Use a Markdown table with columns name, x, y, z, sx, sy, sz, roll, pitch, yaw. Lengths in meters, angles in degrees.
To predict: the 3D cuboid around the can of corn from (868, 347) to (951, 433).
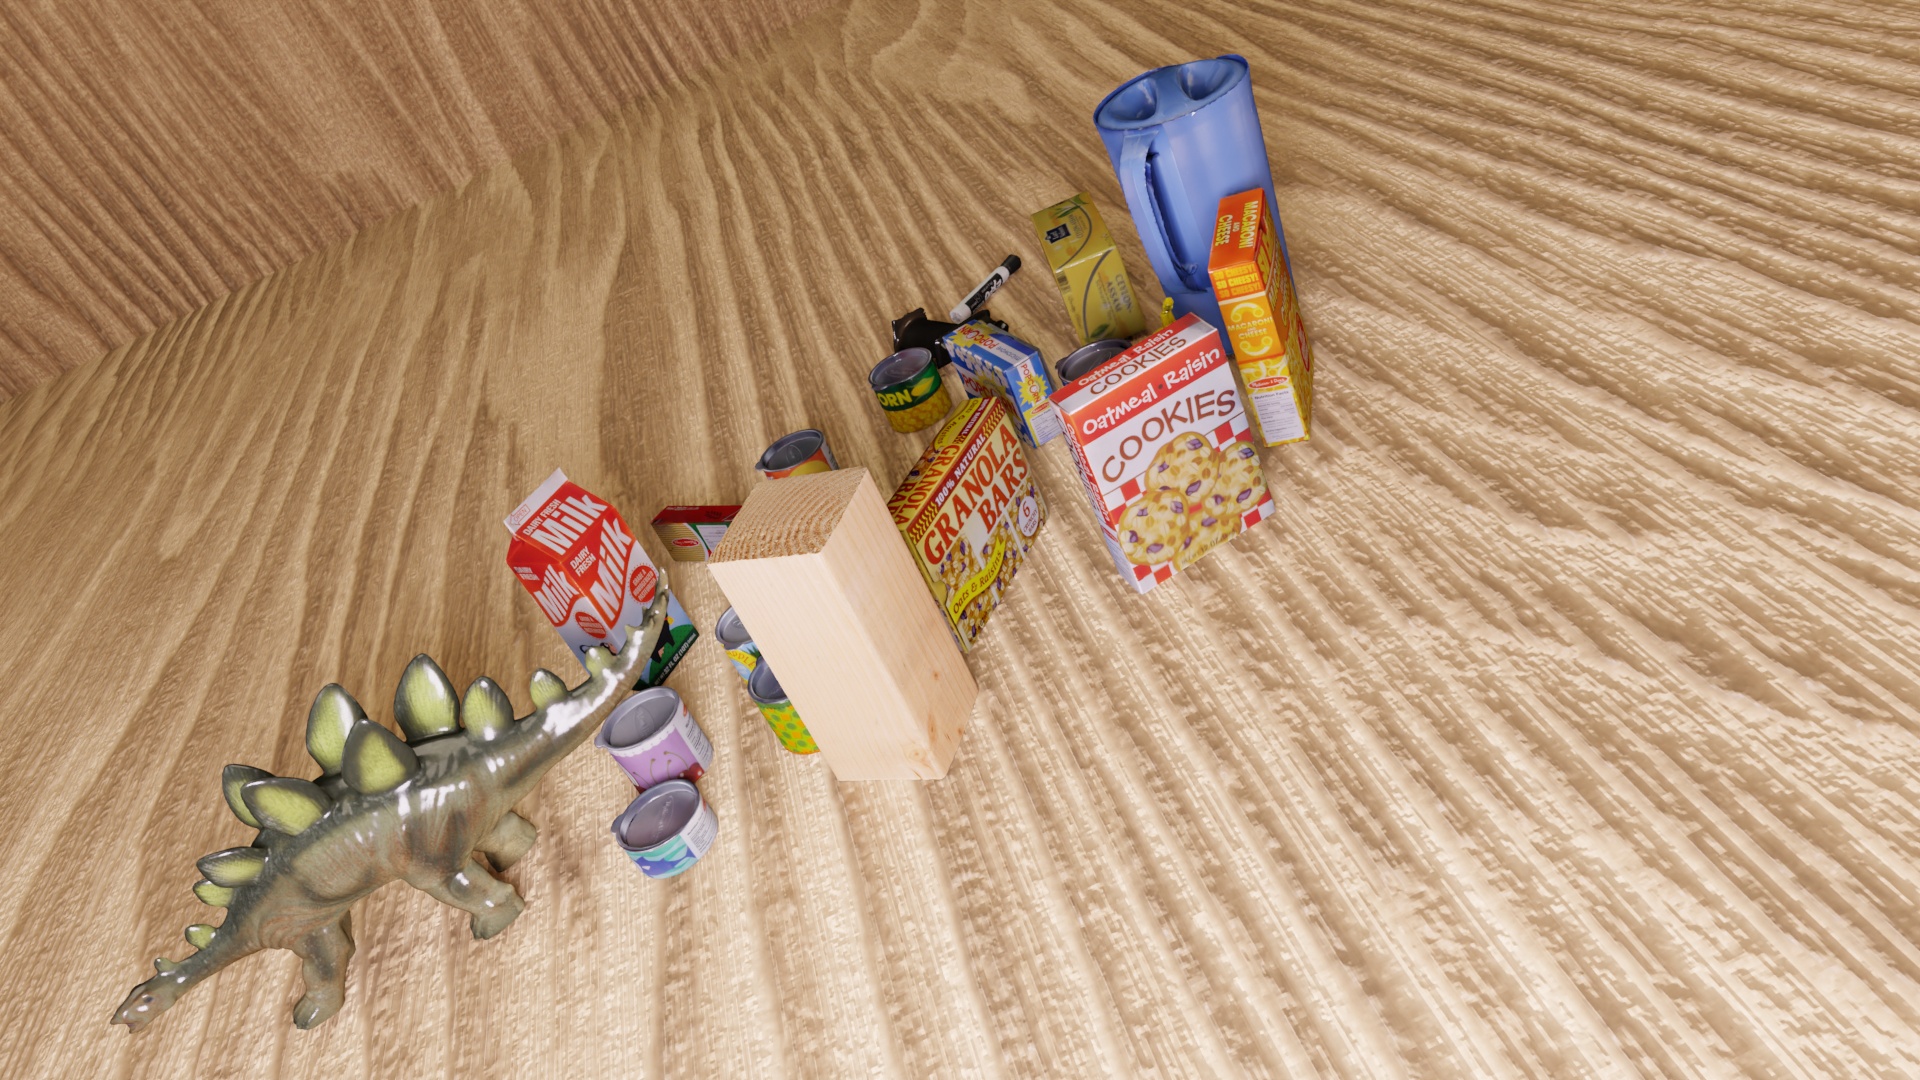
| name | x | y | z | sx | sy | sz | roll | pitch | yaw |
| --- | --- | --- | --- | --- | --- | --- | --- | --- | --- |
| can of corn | -0.050 | -0.145 | 1.359 | 0.071 | 0.058 | 0.071 | -18 | 33 | 12 |

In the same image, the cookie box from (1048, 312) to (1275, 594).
| name | x | y | z | sx | sy | sz | roll | pitch | yaw |
| --- | --- | --- | --- | --- | --- | --- | --- | --- | --- |
| cookie box | 0.148 | -0.061 | 1.004 | 0.123 | 0.166 | 0.040 | -31 | 32 | -8 |

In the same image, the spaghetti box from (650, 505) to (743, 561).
| name | x | y | z | sx | sy | sz | roll | pitch | yaw |
| --- | --- | --- | --- | --- | --- | --- | --- | --- | --- |
| spaghetti box | -0.175 | -0.006 | 1.253 | 0.250 | 0.050 | 0.029 | 0 | 40 | 34 |

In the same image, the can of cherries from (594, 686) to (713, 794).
| name | x | y | z | sx | sy | sz | roll | pitch | yaw |
| --- | --- | --- | --- | --- | --- | --- | --- | --- | --- |
| can of cherries | -0.232 | 0.155 | 1.055 | 0.071 | 0.058 | 0.072 | -18 | 33 | 12 |

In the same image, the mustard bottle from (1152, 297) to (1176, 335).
| name | x | y | z | sx | sy | sz | roll | pitch | yaw |
| --- | --- | --- | --- | --- | --- | --- | --- | --- | --- |
| mustard bottle | 0.177 | -0.118 | 1.072 | 0.049 | 0.159 | 0.065 | -29 | 32 | -4 |

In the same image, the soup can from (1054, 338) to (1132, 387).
| name | x | y | z | sx | sy | sz | roll | pitch | yaw |
| --- | --- | --- | --- | --- | --- | --- | --- | --- | --- |
| soup can | 0.125 | -0.119 | 1.179 | 0.071 | 0.083 | 0.072 | -18 | 33 | 12 |

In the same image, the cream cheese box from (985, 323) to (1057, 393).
| name | x | y | z | sx | sy | sz | roll | pitch | yaw |
| --- | --- | --- | --- | --- | --- | --- | --- | --- | --- |
| cream cheese box | 0.051 | -0.170 | 1.330 | 0.024 | 0.053 | 0.104 | -33 | 33 | -12 |

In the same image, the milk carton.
| name | x | y | z | sx | sy | sz | roll | pitch | yaw |
| --- | --- | --- | --- | --- | --- | --- | --- | --- | --- |
| milk carton | -0.305 | 0.034 | 1.153 | 0.073 | 0.189 | 0.073 | 0 | 40 | 35 |

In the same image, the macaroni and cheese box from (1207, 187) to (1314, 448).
| name | x | y | z | sx | sy | sz | roll | pitch | yaw |
| --- | --- | --- | --- | --- | --- | --- | --- | --- | --- |
| macaroni and cheese box | 0.243 | -0.178 | 1.106 | 0.040 | 0.165 | 0.124 | -10 | 35 | 23 |

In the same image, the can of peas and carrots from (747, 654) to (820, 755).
| name | x | y | z | sx | sy | sz | roll | pitch | yaw |
| --- | --- | --- | --- | --- | --- | --- | --- | --- | --- |
| can of peas and carrots | -0.118 | 0.116 | 1.033 | 0.071 | 0.058 | 0.071 | -18 | 33 | 12 |

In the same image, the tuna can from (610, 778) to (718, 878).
| name | x | y | z | sx | sy | sz | roll | pitch | yaw |
| --- | --- | --- | --- | --- | --- | --- | --- | --- | --- |
| tuna can | -0.211 | 0.206 | 0.991 | 0.071 | 0.032 | 0.071 | -18 | 33 | 12 |

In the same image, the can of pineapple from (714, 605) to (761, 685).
| name | x | y | z | sx | sy | sz | roll | pitch | yaw |
| --- | --- | --- | --- | --- | --- | --- | --- | --- | --- |
| can of pineapple | -0.155 | 0.082 | 1.107 | 0.071 | 0.057 | 0.071 | -18 | 33 | 12 |

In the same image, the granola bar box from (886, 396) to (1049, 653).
| name | x | y | z | sx | sy | sz | roll | pitch | yaw |
| --- | --- | --- | --- | --- | --- | --- | --- | --- | --- |
| granola bar box | 0.004 | -0.013 | 1.073 | 0.039 | 0.123 | 0.166 | -1 | 40 | 34 |

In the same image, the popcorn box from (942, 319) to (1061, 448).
| name | x | y | z | sx | sy | sz | roll | pitch | yaw |
| --- | --- | --- | --- | --- | --- | --- | --- | --- | --- |
| popcorn box | 0.040 | -0.145 | 1.273 | 0.038 | 0.085 | 0.127 | -33 | 33 | -12 |

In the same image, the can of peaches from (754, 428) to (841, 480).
| name | x | y | z | sx | sy | sz | roll | pitch | yaw |
| --- | --- | --- | --- | --- | --- | --- | --- | --- | --- |
| can of peaches | -0.149 | -0.062 | 1.309 | 0.071 | 0.057 | 0.071 | -18 | 33 | 12 |
